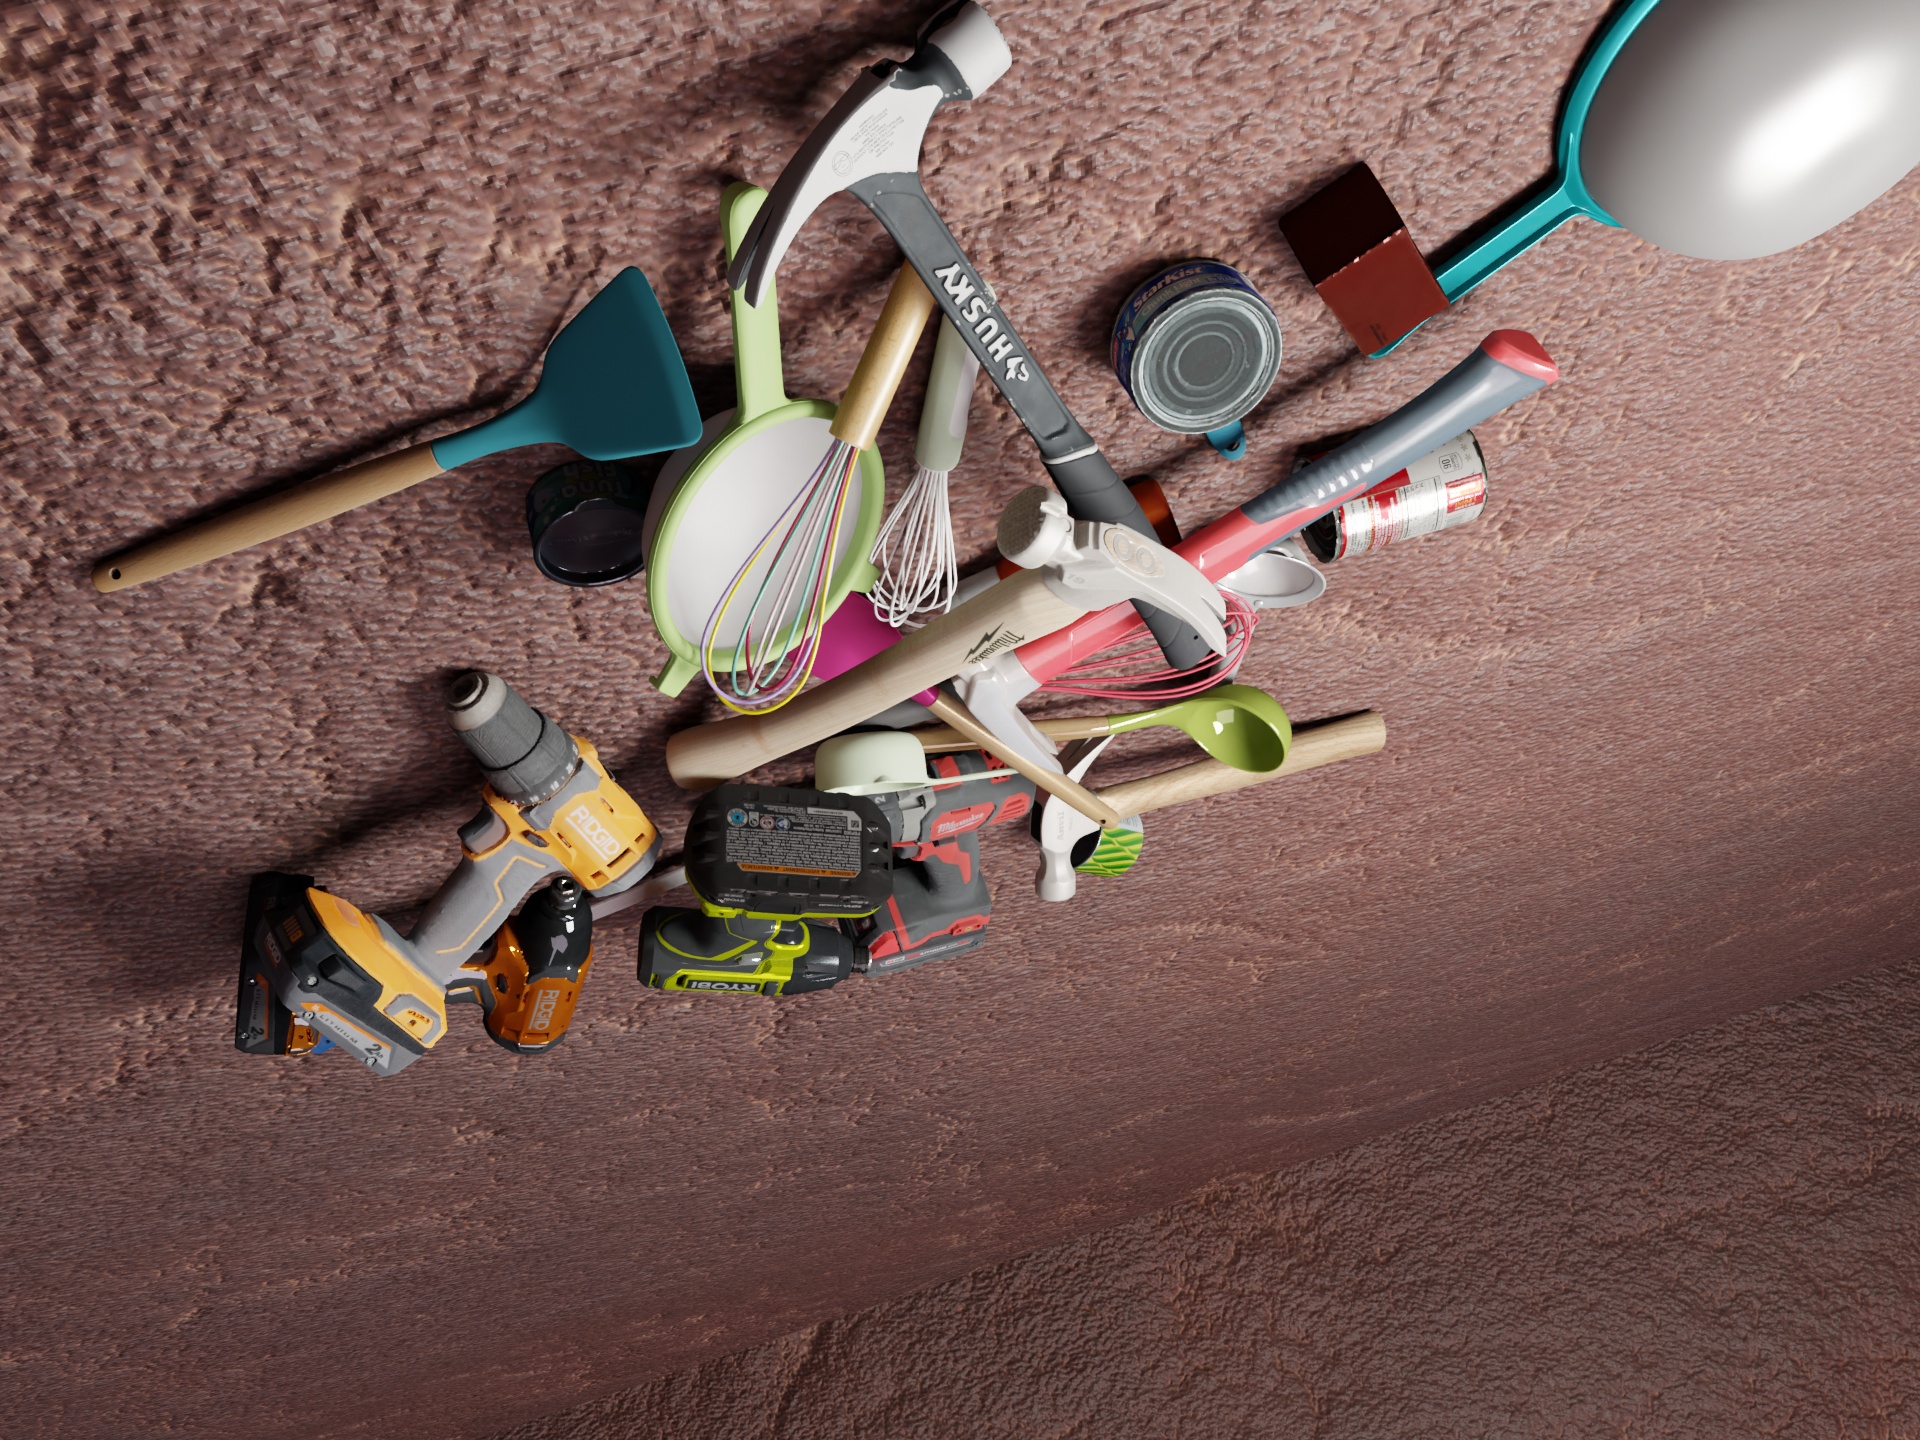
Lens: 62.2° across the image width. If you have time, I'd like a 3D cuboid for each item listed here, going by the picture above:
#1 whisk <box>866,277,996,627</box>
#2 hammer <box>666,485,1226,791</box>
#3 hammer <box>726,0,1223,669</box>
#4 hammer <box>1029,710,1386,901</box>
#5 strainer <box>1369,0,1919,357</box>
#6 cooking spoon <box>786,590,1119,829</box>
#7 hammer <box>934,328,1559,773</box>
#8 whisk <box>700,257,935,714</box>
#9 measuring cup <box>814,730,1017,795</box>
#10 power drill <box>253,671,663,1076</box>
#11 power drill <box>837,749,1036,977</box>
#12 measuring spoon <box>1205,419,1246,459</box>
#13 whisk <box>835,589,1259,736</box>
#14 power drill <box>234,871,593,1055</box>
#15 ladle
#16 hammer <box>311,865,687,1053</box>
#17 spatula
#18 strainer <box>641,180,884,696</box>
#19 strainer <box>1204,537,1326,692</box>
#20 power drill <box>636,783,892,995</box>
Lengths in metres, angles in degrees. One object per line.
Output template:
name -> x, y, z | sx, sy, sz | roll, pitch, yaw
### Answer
whisk -> -0.014, -0.137, 0.865 | 0.058, 0.059, 0.246 | -47, 163, -37
hammer -> -0.038, -0.020, 0.924 | 0.146, 0.038, 0.410 | 24, 149, -34
hammer -> 0.042, -0.142, 0.788 | 0.149, 0.036, 0.408 | -41, 137, 2
hammer -> 0.202, 0.040, 1.256 | 0.331, 0.031, 0.130 | -14, 116, -25
strainer -> 0.367, -0.270, 0.813 | 0.340, 0.095, 0.210 | -34, 147, 22
cooking spoon -> -0.002, -0.003, 1.035 | 0.068, 0.017, 0.318 | -36, 128, 27
hammer -> 0.172, -0.100, 0.941 | 0.386, 0.038, 0.143 | -31, 133, 16
whisk -> -0.060, -0.114, 0.774 | 0.051, 0.047, 0.245 | 10, 108, -56
measuring cup -> -0.018, 0.024, 1.086 | 0.167, 0.038, 0.083 | -6, 173, -15
power drill -> -0.312, 0.088, 0.964 | 0.226, 0.084, 0.185 | -40, 137, -10
power drill -> -0.048, 0.107, 1.215 | 0.188, 0.080, 0.226 | -12, 147, -18
measuring spoon -> 0.144, -0.178, 0.908 | 0.042, 0.021, 0.128 | -27, 148, 13
whisk -> 0.053, -0.031, 1.057 | 0.296, 0.073, 0.073 | -14, 151, 8
power drill -> -0.366, 0.160, 1.087 | 0.226, 0.084, 0.164 | 5, 133, -25
ladle -> 0.081, 0.016, 1.138 | 0.320, 0.062, 0.078 | -5, 150, -10
hammer -> -0.310, 0.163, 1.198 | 0.405, 0.035, 0.144 | -23, 150, 6
spatula -> -0.273, -0.117, 0.745 | 0.317, 0.082, 0.044 | -19, -172, 7
strainer -> -0.113, -0.144, 0.780 | 0.151, 0.069, 0.256 | -32, 141, -33
strainer -> 0.194, -0.072, 1.099 | 0.087, 0.050, 0.258 | 10, 155, 4
power drill -> -0.128, 0.131, 1.109 | 0.171, 0.080, 0.223 | 6, 149, -15
